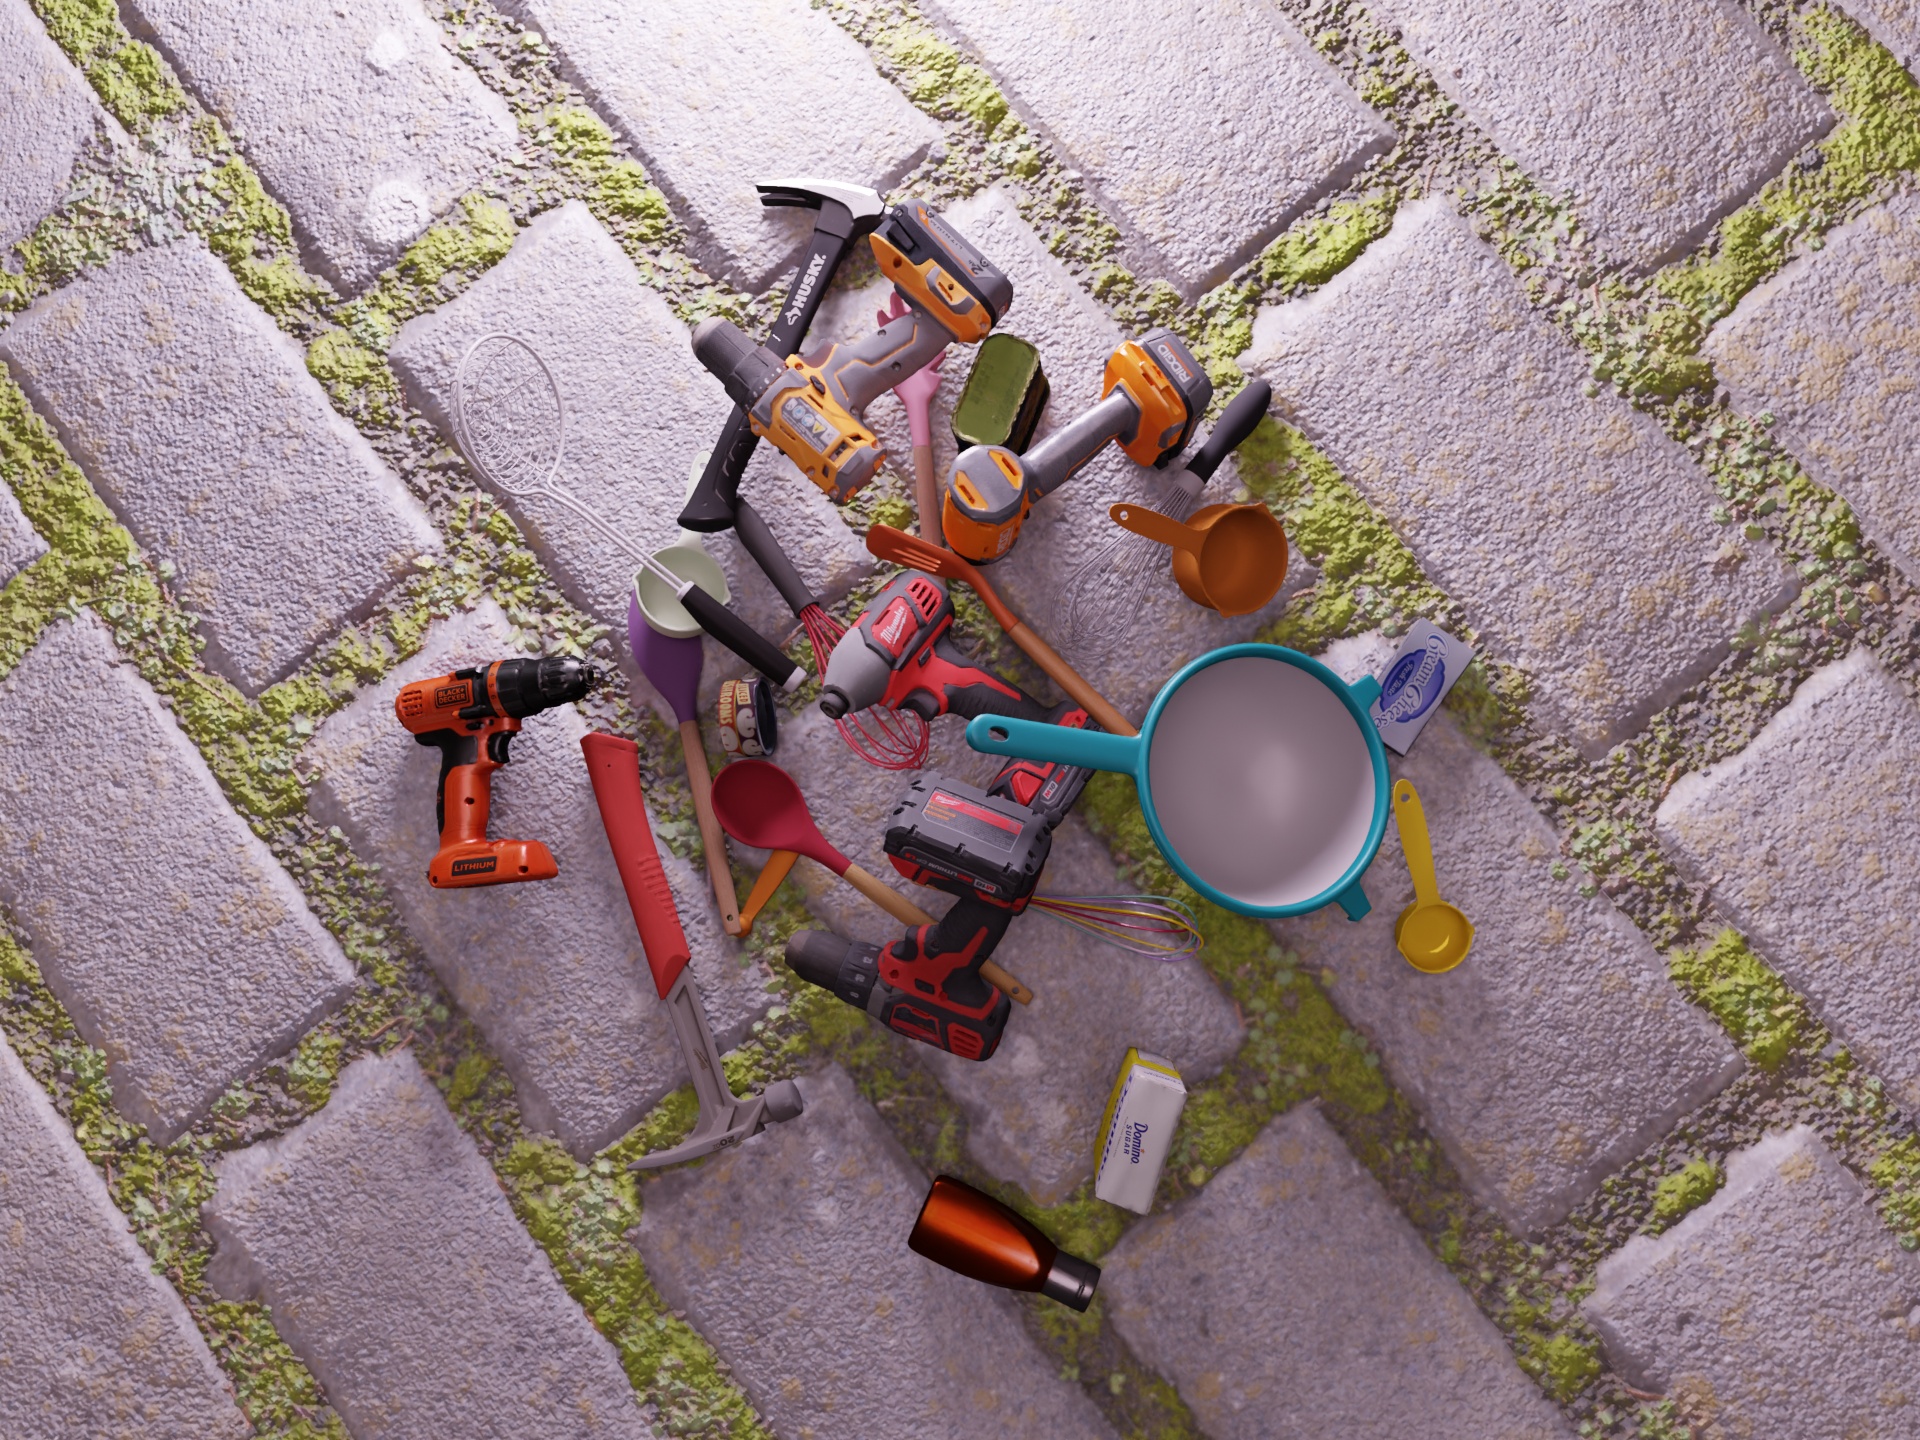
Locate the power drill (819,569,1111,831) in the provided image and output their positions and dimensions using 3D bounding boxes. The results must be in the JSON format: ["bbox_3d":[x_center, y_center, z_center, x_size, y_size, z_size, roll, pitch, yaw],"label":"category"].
[{"bbox_3d":[-0.002,-0.004,1.249,0.219,0.078,0.143,40,58,-4],"label":"power drill"}]

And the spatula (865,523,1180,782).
[{"bbox_3d":[0.054,-0.053,1.294,0.322,0.081,0.041,44,76,-1],"label":"spatula"}]

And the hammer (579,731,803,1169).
[{"bbox_3d":[-0.256,0.182,1.322,0.149,0.036,0.359,-21,82,4],"label":"hammer"}]

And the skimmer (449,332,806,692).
[{"bbox_3d":[-0.258,-0.160,1.282,0.363,0.127,0.090,39,128,-6],"label":"skimmer"}]

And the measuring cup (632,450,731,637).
[{"bbox_3d":[-0.232,-0.149,1.358,0.083,0.038,0.168,10,71,-11],"label":"measuring cup"}]

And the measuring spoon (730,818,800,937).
[{"bbox_3d":[-0.159,0.130,1.328,0.021,0.011,0.117,31,87,9],"label":"measuring spoon"}]

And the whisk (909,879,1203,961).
[{"bbox_3d":[0.077,0.147,1.285,0.245,0.047,0.051,13,86,11],"label":"whisk"}]

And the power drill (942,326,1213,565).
[{"bbox_3d":[0.083,-0.207,1.281,0.226,0.164,0.084,-34,81,-11],"label":"power drill"}]

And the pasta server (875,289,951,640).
[{"bbox_3d":[-0.030,-0.205,1.341,0.060,0.040,0.316,-5,84,-4],"label":"pasta server"}]

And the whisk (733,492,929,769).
[{"bbox_3d":[-0.117,-0.076,1.326,0.073,0.073,0.296,-36,76,1],"label":"whisk"}]

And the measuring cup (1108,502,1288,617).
[{"bbox_3d":[0.178,-0.142,1.263,0.173,0.052,0.095,17,94,-27],"label":"measuring cup"}]

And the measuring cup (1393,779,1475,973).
[{"bbox_3d":[0.358,0.120,1.244,0.062,0.029,0.156,-13,96,0],"label":"measuring cup"}]

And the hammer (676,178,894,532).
[{"bbox_3d":[-0.161,-0.311,1.354,0.146,0.035,0.335,21,80,9],"label":"hammer"}]

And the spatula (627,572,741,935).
[{"bbox_3d":[-0.227,0.027,1.342,0.060,0.018,0.316,-15,79,-2],"label":"spatula"}]

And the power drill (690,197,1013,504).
[{"bbox_3d":[-0.091,-0.316,1.294,0.185,0.084,0.226,42,90,0],"label":"power drill"}]

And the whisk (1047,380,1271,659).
[{"bbox_3d":[0.167,-0.169,1.306,0.070,0.070,0.284,36,84,9],"label":"whisk"}]

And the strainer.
[{"bbox_3d":[0.160,0.041,1.229,0.340,0.095,0.211,9,77,-13],"label":"strainer"}]

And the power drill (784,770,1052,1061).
[{"bbox_3d":[-0.036,0.153,1.233,0.188,0.080,0.226,21,126,8],"label":"power drill"}]

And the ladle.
[{"bbox_3d":[-0.071,0.137,1.306,0.315,0.031,0.069,35,87,6],"label":"ladle"}]
